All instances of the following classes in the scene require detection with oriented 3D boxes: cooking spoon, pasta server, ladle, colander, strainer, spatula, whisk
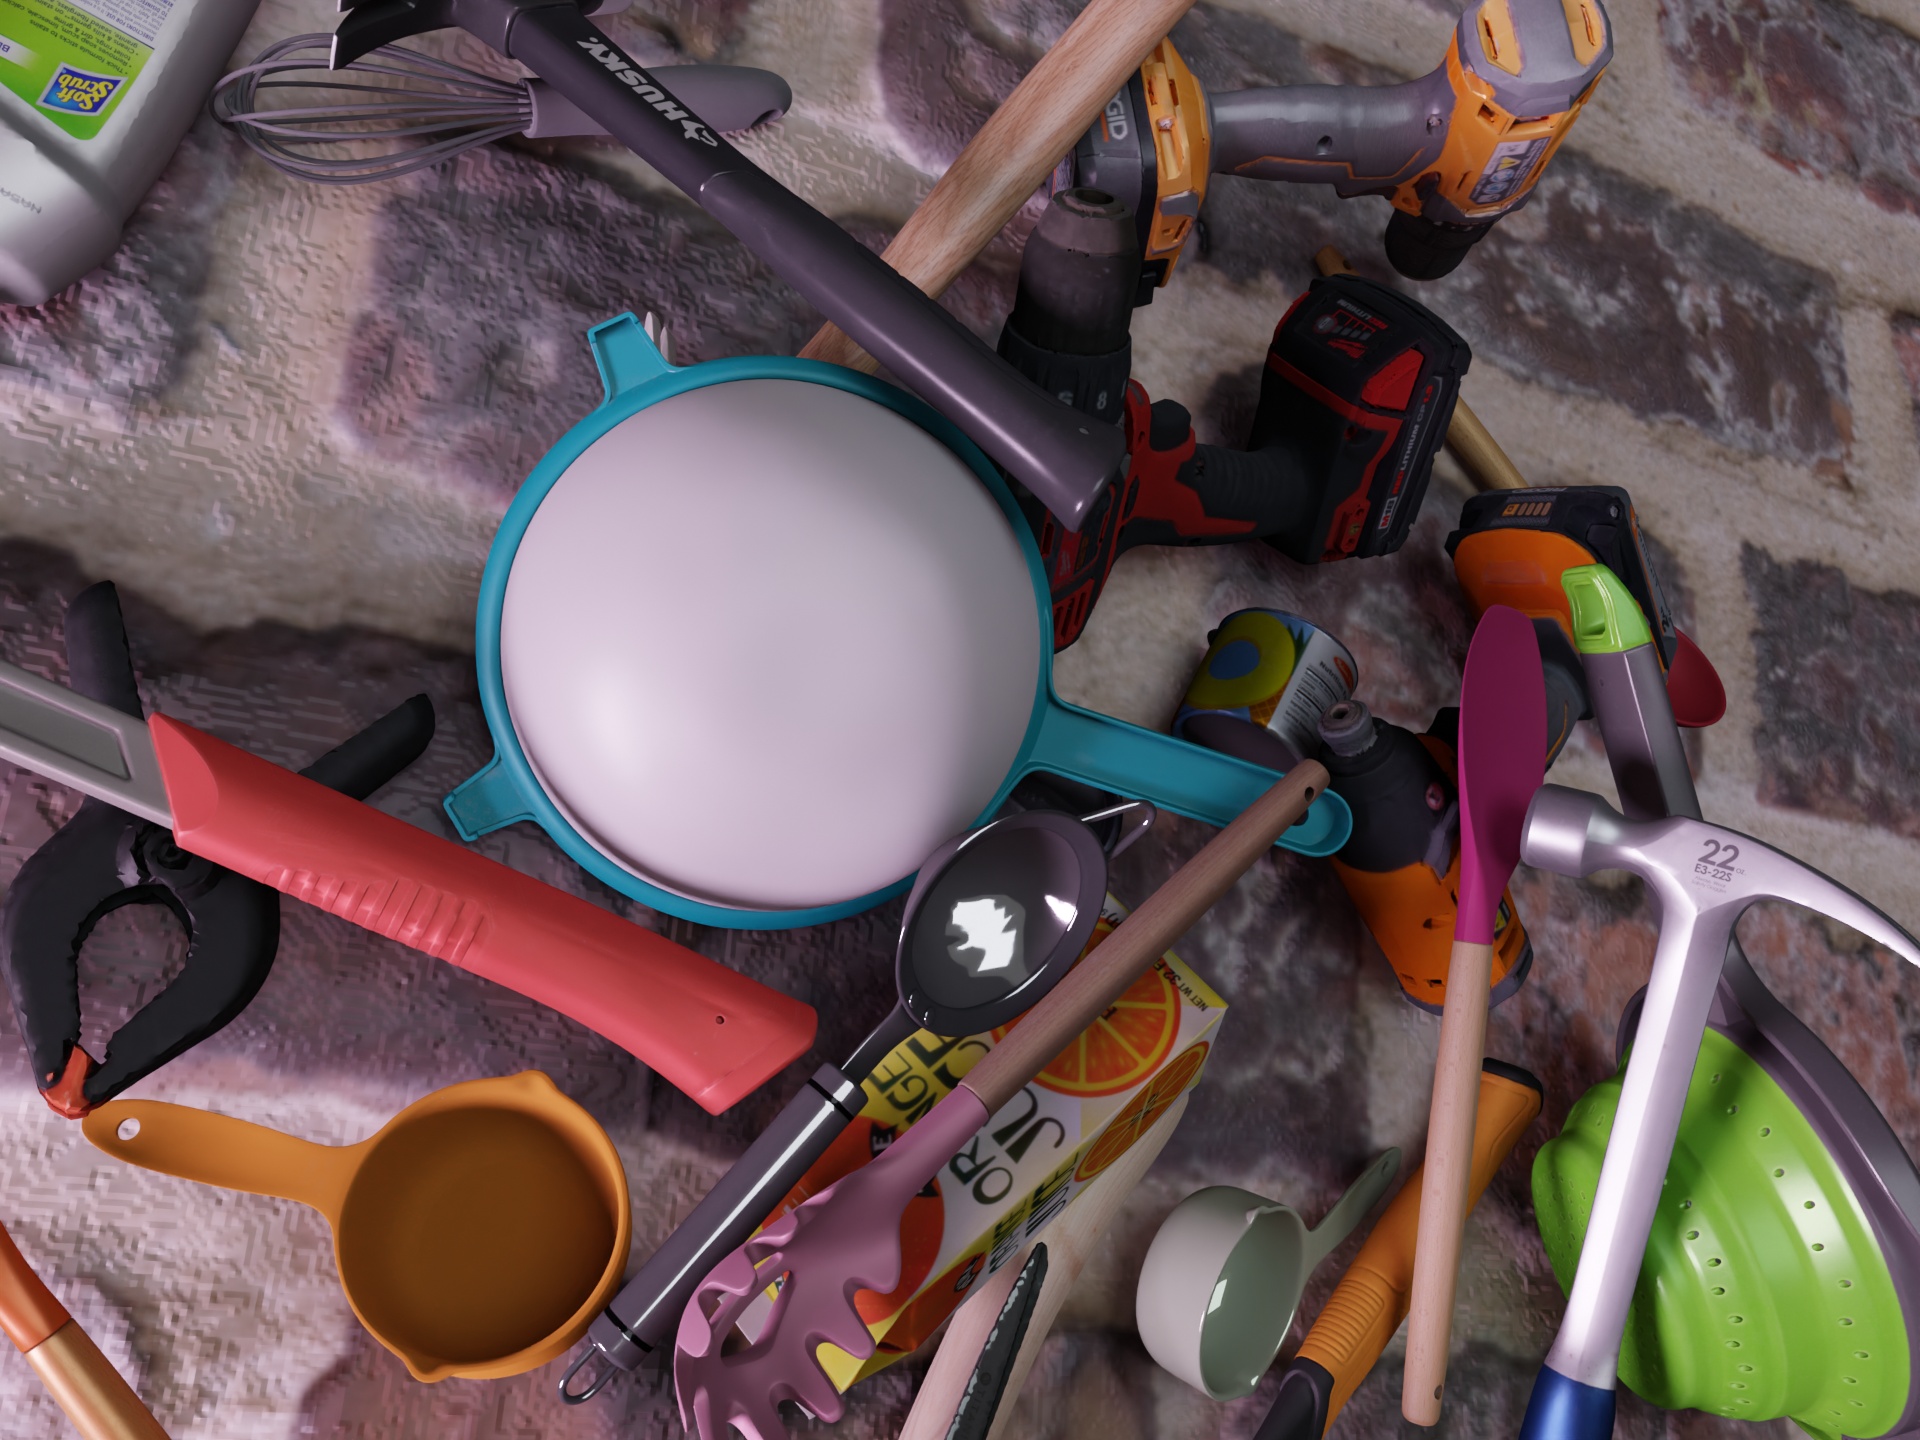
[{"bbox_3d":[0.198,0.113,0.624,0.068,0.017,0.319,12,84,-43],"label":"cooking spoon"},{"bbox_3d":[0.028,0.109,0.521,0.316,0.040,0.060,-39,119,-26],"label":"pasta server"},{"bbox_3d":[0.284,-0.119,0.821,0.315,0.031,0.069,51,52,-2],"label":"ladle"},{"bbox_3d":[0.280,0.136,0.652,0.094,0.204,0.397,-18,93,-5],"label":"colander"},{"bbox_3d":[-0.001,-0.002,0.558,0.340,0.095,0.211,18,94,-12],"label":"strainer"},{"bbox_3d":[-0.257,0.201,0.475,0.081,0.041,0.322,-37,96,-29],"label":"spatula"},{"bbox_3d":[-0.035,0.111,0.509,0.258,0.050,0.086,-47,135,-16],"label":"strainer"},{"bbox_3d":[-0.171,-0.246,0.632,0.239,0.055,0.055,-17,83,-33],"label":"whisk"}]

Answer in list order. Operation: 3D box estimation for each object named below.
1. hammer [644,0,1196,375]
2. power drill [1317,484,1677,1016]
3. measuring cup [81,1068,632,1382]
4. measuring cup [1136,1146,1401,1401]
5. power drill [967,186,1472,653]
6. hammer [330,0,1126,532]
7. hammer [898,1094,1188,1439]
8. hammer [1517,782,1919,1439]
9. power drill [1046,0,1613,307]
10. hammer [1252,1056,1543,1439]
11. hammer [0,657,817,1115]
[{"bbox_3d":[-0.003,-0.198,0.627,0.130,0.031,0.331,39,87,9],"label":"hammer"},{"bbox_3d":[0.233,-0.004,0.707,0.226,0.084,0.164,-53,126,-27],"label":"power drill"},{"bbox_3d":[-0.190,0.154,0.510,0.173,0.052,0.095,14,62,2],"label":"measuring cup"},{"bbox_3d":[0.128,0.207,0.647,0.167,0.038,0.083,-19,114,-47],"label":"measuring cup"},{"bbox_3d":[0.101,-0.131,0.657,0.226,0.187,0.080,-16,44,-30],"label":"power drill"},{"bbox_3d":[-0.074,-0.180,0.566,0.335,0.035,0.146,42,43,13],"label":"hammer"},{"bbox_3d":[-0.024,0.279,0.554,0.146,0.038,0.411,34,63,-12],"label":"hammer"},{"bbox_3d":[0.239,0.236,0.592,0.035,0.144,0.405,7,96,-58],"label":"hammer"},{"bbox_3d":[0.156,-0.248,0.729,0.226,0.185,0.084,-8,77,-1],"label":"power drill"},{"bbox_3d":[0.147,0.258,0.625,0.337,0.034,0.127,-40,127,-35],"label":"hammer"},{"bbox_3d":[-0.208,0.026,0.500,0.359,0.036,0.149,27,56,-15],"label":"hammer"}]
